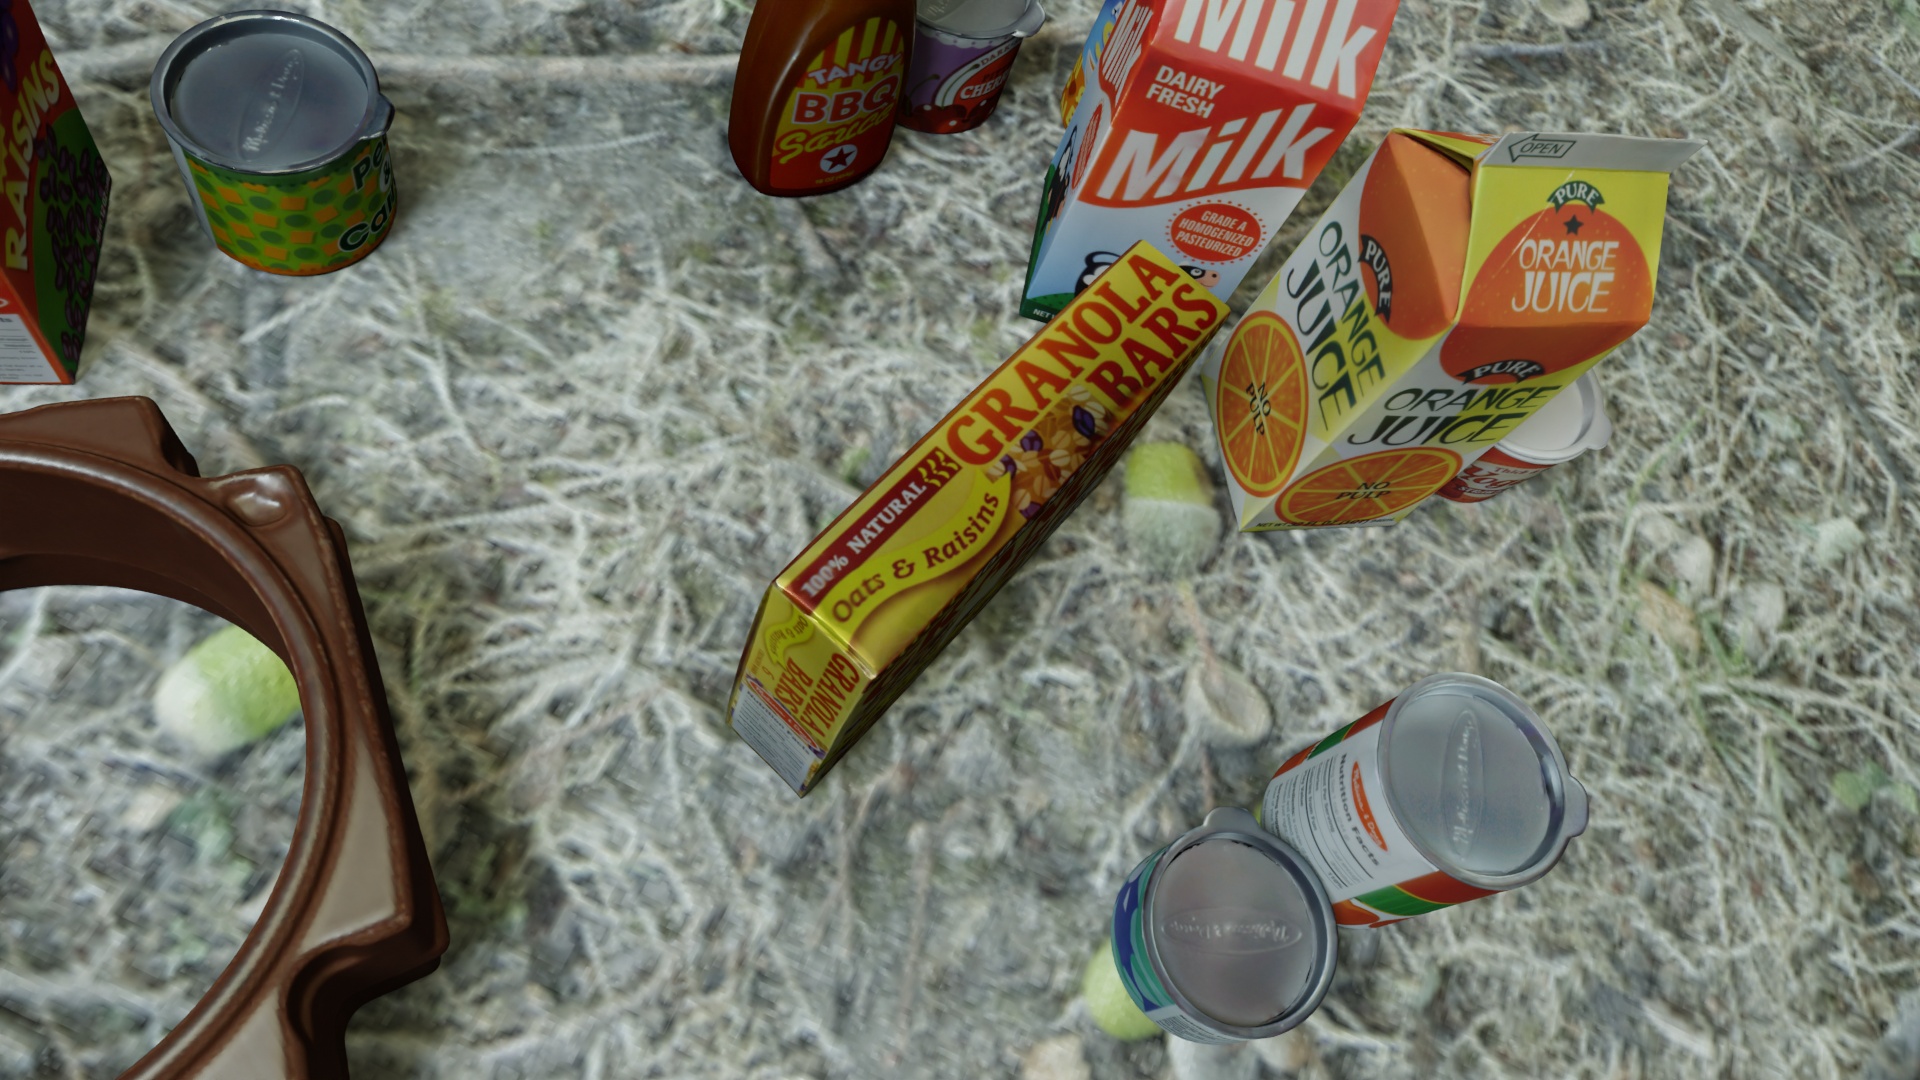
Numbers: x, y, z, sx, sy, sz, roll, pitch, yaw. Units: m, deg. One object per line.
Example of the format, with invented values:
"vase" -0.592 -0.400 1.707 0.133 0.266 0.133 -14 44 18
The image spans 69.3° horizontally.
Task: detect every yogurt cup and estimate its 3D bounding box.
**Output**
"yogurt cup" 0.209 -0.050 0.552 0.072 0.053 0.072 6 64 -13

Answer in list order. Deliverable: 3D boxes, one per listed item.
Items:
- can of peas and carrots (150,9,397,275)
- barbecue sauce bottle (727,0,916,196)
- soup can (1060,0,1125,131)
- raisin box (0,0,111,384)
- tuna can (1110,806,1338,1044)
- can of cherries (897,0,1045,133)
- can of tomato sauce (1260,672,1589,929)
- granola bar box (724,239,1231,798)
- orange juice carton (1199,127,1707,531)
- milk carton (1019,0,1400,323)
"can of peas and carrots" -0.223 -0.131 0.464 0.071 0.058 0.071 6 64 -13
"barbecue sauce bottle" -0.043 -0.184 0.489 0.065 0.148 0.044 -21 73 -23
"soup can" 0.083 -0.195 0.567 0.071 0.083 0.071 6 64 -13
"raisin box" -0.289 -0.112 0.400 0.040 0.123 0.086 2 66 -15
"tuna can" 0.084 0.124 0.447 0.071 0.032 0.071 6 64 -13
"can of cherries" -0.006 -0.207 0.562 0.071 0.058 0.072 6 64 -13
"can of tomato sauce" 0.147 0.088 0.453 0.071 0.082 0.071 6 64 -13
"granola bar box" 0.002 -0.005 0.432 0.039 0.123 0.166 42 62 5
"orange juice carton" 0.157 -0.074 0.470 0.072 0.191 0.073 -2 67 -17
"milk carton" 0.084 -0.149 0.485 0.072 0.189 0.074 15 63 -9
